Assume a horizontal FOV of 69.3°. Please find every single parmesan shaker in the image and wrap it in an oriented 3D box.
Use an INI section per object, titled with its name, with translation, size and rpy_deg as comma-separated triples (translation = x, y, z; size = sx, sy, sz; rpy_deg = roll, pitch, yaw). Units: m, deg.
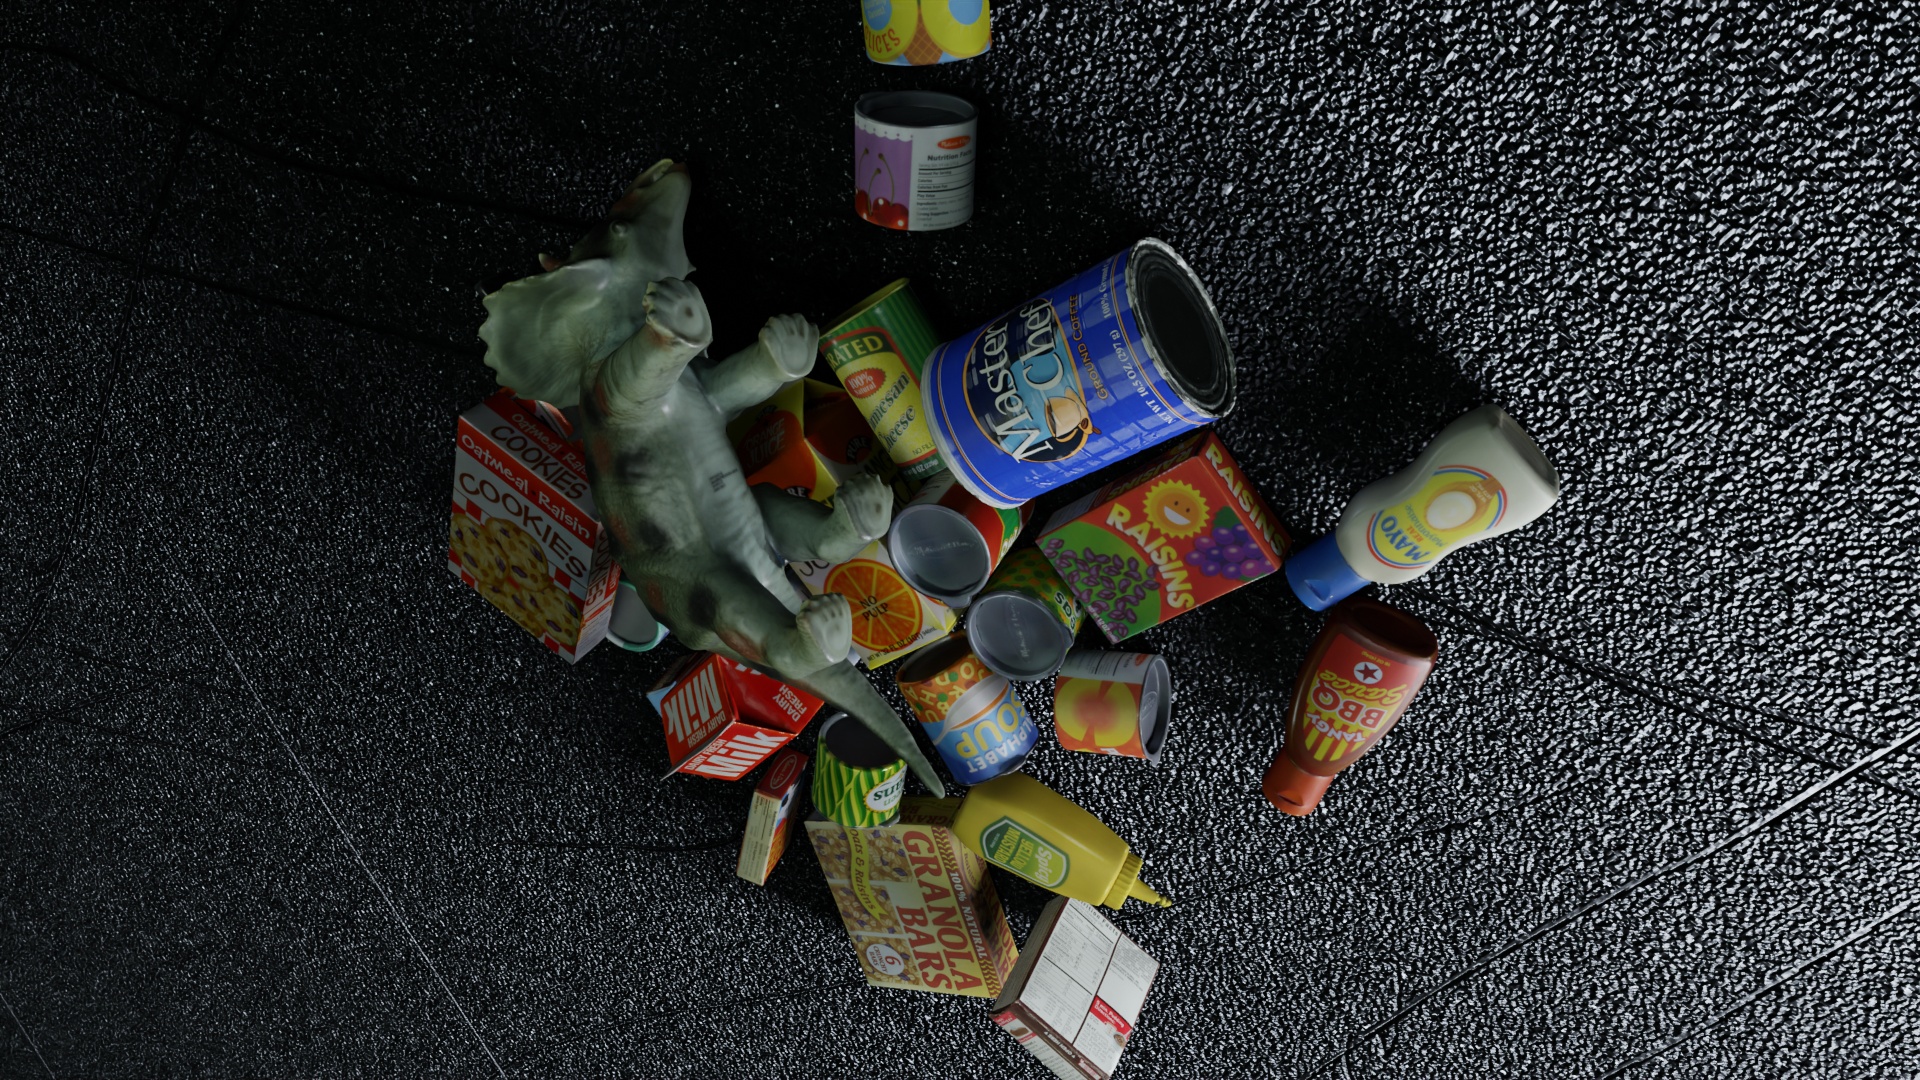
[parmesan shaker]
translation = -0.031, -0.095, 0.820
size = 0.071, 0.072, 0.103
rpy_deg = -24, 107, 34

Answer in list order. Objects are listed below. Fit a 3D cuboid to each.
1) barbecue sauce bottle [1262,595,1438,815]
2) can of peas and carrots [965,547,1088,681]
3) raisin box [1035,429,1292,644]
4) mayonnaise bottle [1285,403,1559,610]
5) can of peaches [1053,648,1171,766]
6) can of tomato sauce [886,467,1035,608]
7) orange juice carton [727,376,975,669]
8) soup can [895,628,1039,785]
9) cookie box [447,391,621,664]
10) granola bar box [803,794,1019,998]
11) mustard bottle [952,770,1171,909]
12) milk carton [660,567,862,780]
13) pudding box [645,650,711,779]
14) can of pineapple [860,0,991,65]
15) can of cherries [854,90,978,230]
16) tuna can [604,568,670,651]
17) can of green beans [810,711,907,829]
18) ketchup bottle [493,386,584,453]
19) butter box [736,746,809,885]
[barbecue sauce bottle]
translation = 0.226, 0.104, 0.835
size = 0.065, 0.044, 0.147
rpy_deg = 25, 127, 8
[can of peas and carrots]
translation = 0.046, 0.045, 0.874
size = 0.071, 0.059, 0.070
rpy_deg = 11, 123, 18
[raisin box]
translation = 0.120, 0.000, 0.825
size = 0.123, 0.040, 0.086
rpy_deg = -29, 103, 36
[mayonnaise bottle]
translation = 0.246, -0.011, 0.758
size = 0.064, 0.041, 0.147
rpy_deg = 46, 126, -8
[can of peaches]
translation = 0.097, 0.105, 0.881
size = 0.058, 0.071, 0.071
rpy_deg = 3, 120, 24
[can of tomato sauce]
translation = 0.003, -0.011, 0.845
size = 0.071, 0.083, 0.070
rpy_deg = 12, 123, 19
[orange juice carton]
translation = -0.074, -0.022, 0.881
size = 0.071, 0.073, 0.192
rpy_deg = -28, 104, 35
[soup can]
translation = 0.006, 0.111, 0.926
size = 0.071, 0.072, 0.083
rpy_deg = -20, 109, 33
[cookie box]
translation = -0.293, -0.006, 0.964
size = 0.123, 0.040, 0.166
rpy_deg = 36, 137, 9
[granola bar box]
translation = -0.035, 0.270, 1.060
size = 0.124, 0.039, 0.165
rpy_deg = -4, 117, 28
[mustard bottle]
translation = 0.075, 0.216, 0.970
size = 0.160, 0.049, 0.065
rpy_deg = 26, 128, 9
[milk carton]
translation = -0.123, 0.083, 0.893
size = 0.073, 0.191, 0.072
rpy_deg = 46, 127, -6
[pudding box]
translation = -0.193, 0.131, 1.044
size = 0.030, 0.050, 0.083
rpy_deg = -21, 108, 32
[can of pineapple]
translation = -0.020, -0.277, 0.705
size = 0.071, 0.071, 0.057
rpy_deg = 7, 122, 21
[can of cherries]
translation = -0.026, -0.207, 0.754
size = 0.071, 0.072, 0.058
rpy_deg = 14, 125, 17
[tuna can]
translation = -0.238, 0.046, 1.024
size = 0.071, 0.033, 0.070
rpy_deg = 12, 124, 19
[can of green beans]
translation = -0.071, 0.163, 0.996
size = 0.071, 0.071, 0.057
rpy_deg = 20, 125, 13
[ketchup bottle]
translation = -0.263, -0.052, 0.970
size = 0.064, 0.044, 0.148
rpy_deg = -23, 108, 39
[butter box]
translation = -0.145, 0.213, 1.068
size = 0.024, 0.053, 0.103
rpy_deg = 22, 126, 8
